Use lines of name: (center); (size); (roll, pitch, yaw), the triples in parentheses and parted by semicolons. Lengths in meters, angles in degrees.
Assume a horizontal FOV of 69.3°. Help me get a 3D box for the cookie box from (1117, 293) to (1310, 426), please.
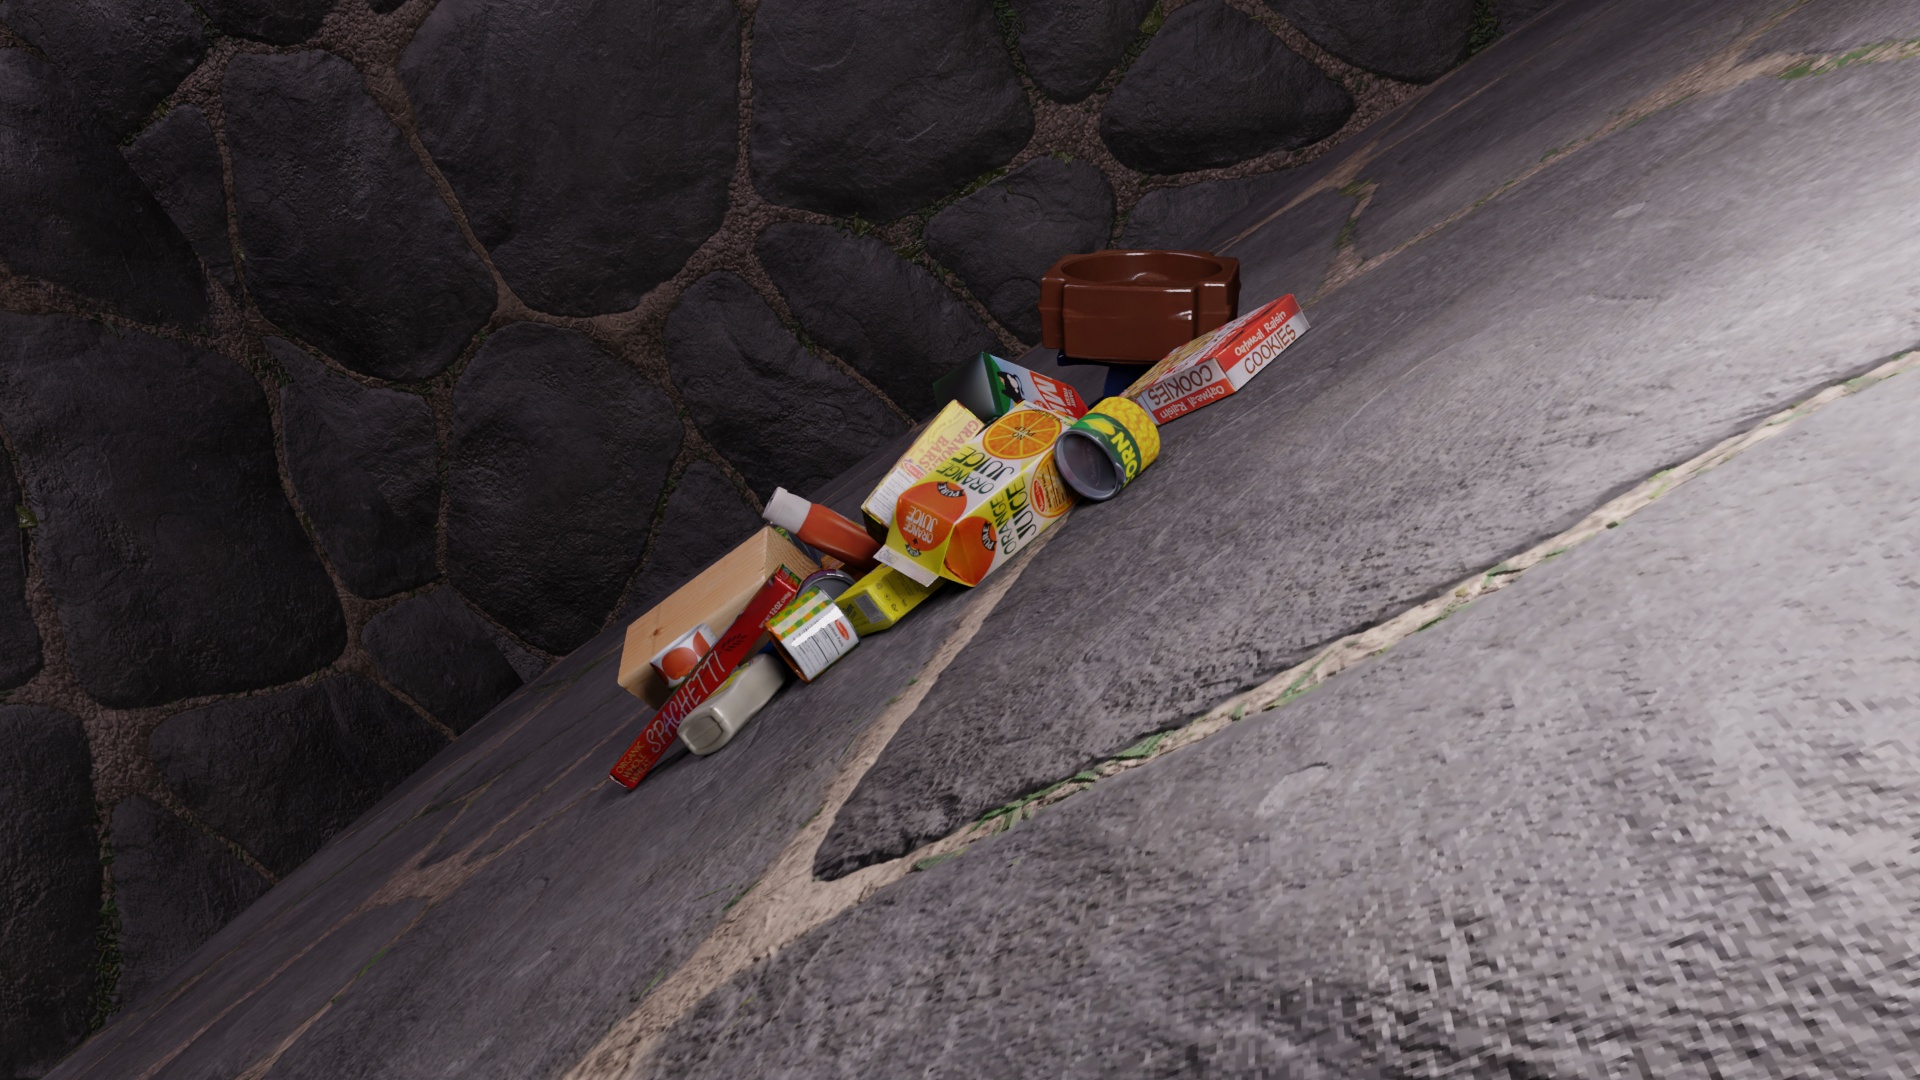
cookie box: (0.224, -0.159, 1.284); (0.123, 0.040, 0.167); (-40, 10, -32)

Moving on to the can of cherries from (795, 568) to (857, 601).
can of cherries: (-0.125, 0.062, 1.302); (0.071, 0.071, 0.058); (-35, 8, -3)

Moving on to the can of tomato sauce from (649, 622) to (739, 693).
can of tomato sauce: (-0.251, 0.132, 1.342); (0.071, 0.083, 0.071); (-34, 8, 6)

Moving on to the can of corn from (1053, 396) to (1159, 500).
can of corn: (0.121, -0.075, 1.127); (0.058, 0.071, 0.071); (-40, 9, -32)

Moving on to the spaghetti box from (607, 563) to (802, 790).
spaghetti box: (-0.235, 0.126, 1.281); (0.249, 0.028, 0.050); (-50, 6, 7)

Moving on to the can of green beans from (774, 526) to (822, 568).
can of green beans: (-0.196, 0.021, 1.534); (0.058, 0.071, 0.071); (-35, 8, 9)

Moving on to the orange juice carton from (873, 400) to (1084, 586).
orange juice carton: (0.019, -0.030, 1.161); (0.193, 0.072, 0.072); (-39, 43, -24)

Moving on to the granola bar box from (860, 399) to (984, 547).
granola bar box: (-0.035, -0.053, 1.254); (0.124, 0.039, 0.165); (-50, -4, -8)

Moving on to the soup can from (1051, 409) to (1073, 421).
soup can: (0.075, -0.071, 1.298); (0.084, 0.071, 0.071); (-36, 8, -13)

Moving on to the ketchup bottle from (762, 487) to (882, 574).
ketchup bottle: (-0.128, -0.005, 1.413); (0.043, 0.149, 0.064); (-65, 13, -7)

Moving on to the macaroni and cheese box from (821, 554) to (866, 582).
macaroni and cheese box: (-0.152, 0.052, 1.560); (0.124, 0.040, 0.166); (-37, 9, -10)

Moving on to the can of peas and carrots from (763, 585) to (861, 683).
can of peas and carrots: (-0.131, 0.082, 1.217); (0.059, 0.071, 0.071); (-38, 9, -16)

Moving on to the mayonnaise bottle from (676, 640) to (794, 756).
mayonnaise bottle: (-0.192, 0.134, 1.245); (0.064, 0.041, 0.149); (-35, 7, 33)

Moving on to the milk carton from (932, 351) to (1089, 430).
milk carton: (0.066, -0.125, 1.434); (0.072, 0.073, 0.190); (-29, -27, 34)
